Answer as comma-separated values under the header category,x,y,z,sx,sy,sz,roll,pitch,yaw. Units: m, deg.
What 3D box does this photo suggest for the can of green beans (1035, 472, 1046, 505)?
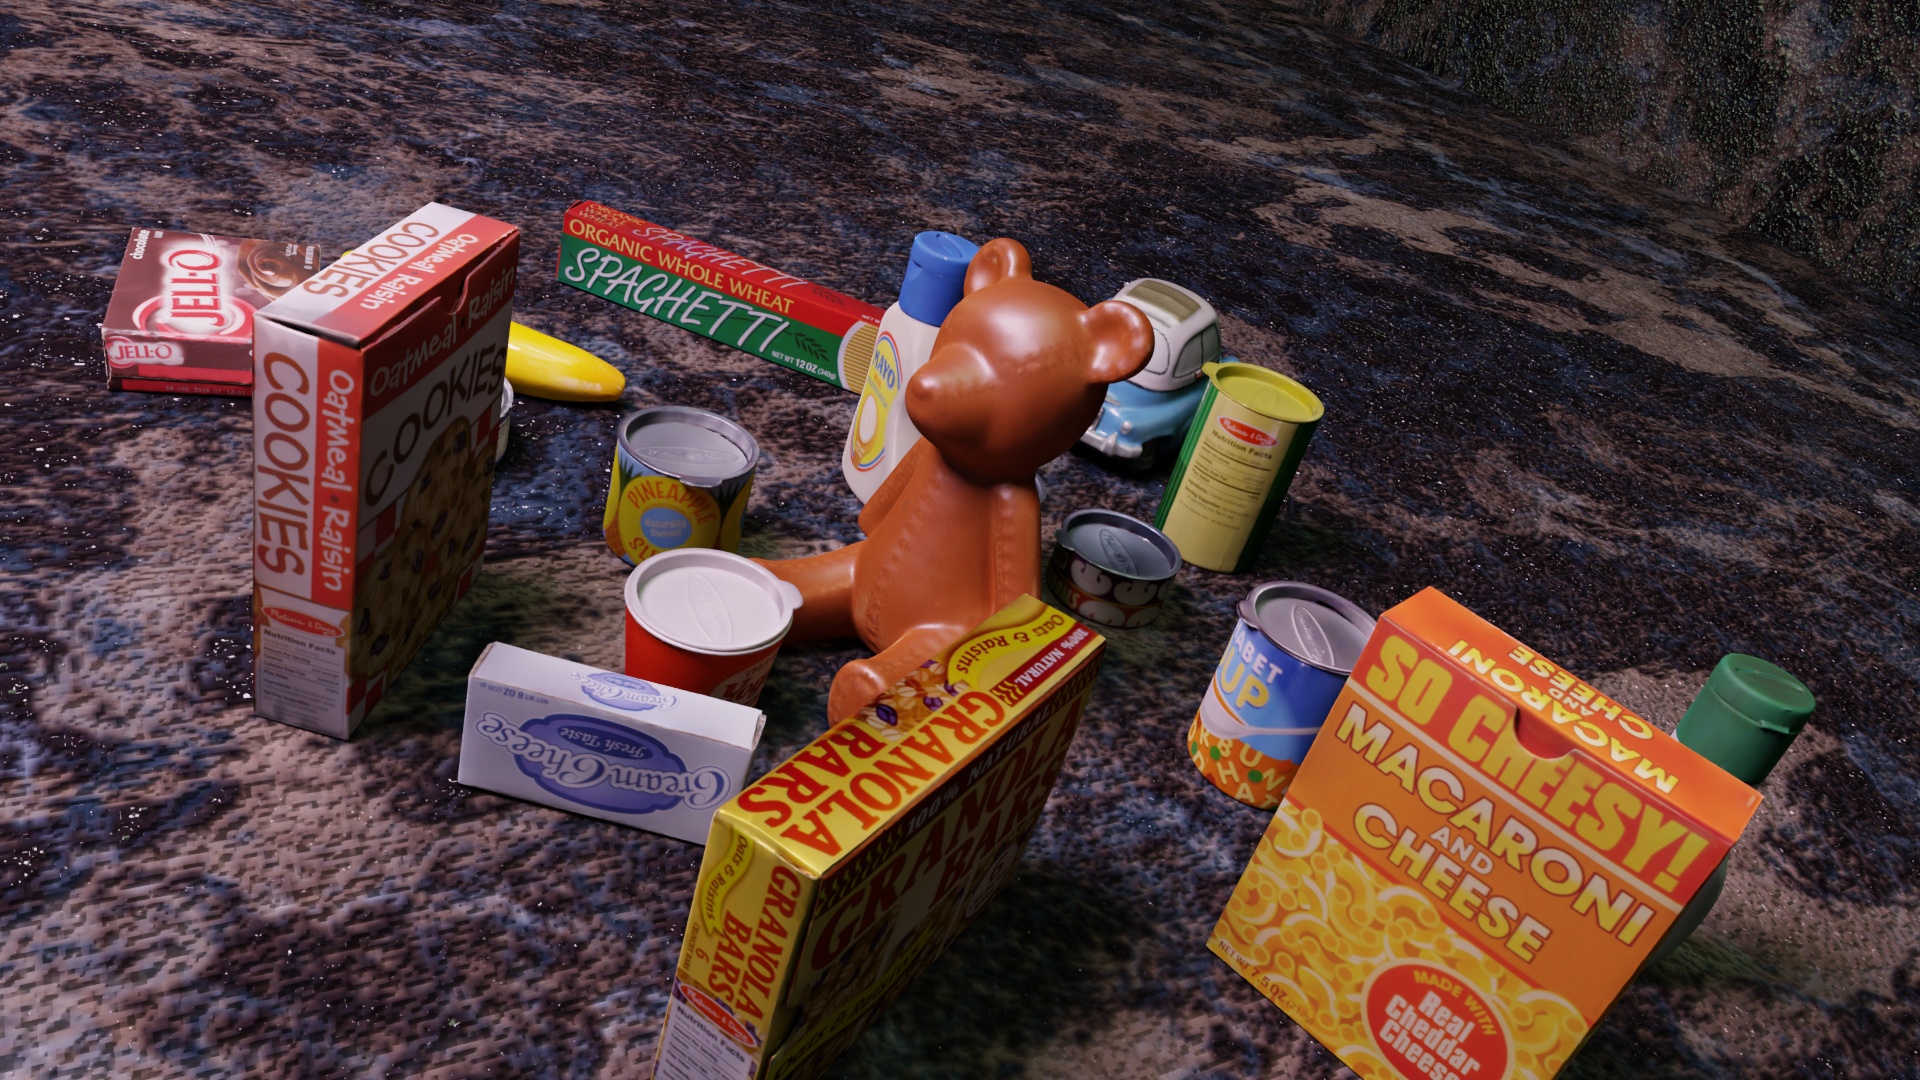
category,x,y,z,sx,sy,sz,roll,pitch,yaw
can of green beans,0.004,-0.010,0.710,0.071,0.057,0.071,13,31,-8

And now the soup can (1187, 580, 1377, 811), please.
category,x,y,z,sx,sy,sz,roll,pitch,yaw
soup can,0.144,0.070,0.629,0.071,0.083,0.072,13,31,-8

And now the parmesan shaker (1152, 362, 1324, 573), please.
category,x,y,z,sx,sy,sz,roll,pitch,yaw
parmesan shaker,0.154,-0.042,0.795,0.071,0.102,0.071,13,31,-8

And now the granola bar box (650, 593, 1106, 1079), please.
category,x,y,z,sx,sy,sz,roll,pitch,yaw
granola bar box,-0.022,0.102,0.454,0.039,0.123,0.166,31,33,21

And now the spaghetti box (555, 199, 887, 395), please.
category,x,y,z,sx,sy,sz,roll,pitch,yaw
spaghetti box,-0.134,-0.147,0.867,0.250,0.050,0.029,21,31,6

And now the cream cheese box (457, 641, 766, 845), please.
category,x,y,z,sx,sy,sz,roll,pitch,yaw
cream cheese box,-0.128,0.076,0.510,0.104,0.053,0.024,15,31,-4

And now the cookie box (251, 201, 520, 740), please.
category,x,y,z,sx,sy,sz,roll,pitch,yaw
cookie box,-0.214,-0.028,0.523,0.040,0.166,0.123,17,31,-2

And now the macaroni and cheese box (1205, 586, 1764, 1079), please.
category,x,y,z,sx,sy,sz,roll,pitch,yaw
macaroni and cheese box,0.172,0.119,0.484,0.124,0.165,0.040,36,35,29

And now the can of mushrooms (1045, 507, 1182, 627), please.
category,x,y,z,sx,sy,sz,roll,pitch,yaw
can of mushrooms,0.078,0.014,0.734,0.071,0.033,0.071,13,31,-8

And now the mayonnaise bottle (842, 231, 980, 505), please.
category,x,y,z,sx,sy,sz,roll,pitch,yaw
mayonnaise bottle,-0.025,-0.088,0.733,0.041,0.147,0.065,0,35,-27

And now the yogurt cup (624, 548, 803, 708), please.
category,x,y,z,sx,sy,sz,roll,pitch,yaw
yogurt cup,-0.107,0.044,0.573,0.072,0.053,0.073,13,31,-8

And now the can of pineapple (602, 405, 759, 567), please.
category,x,y,z,sx,sy,sz,roll,pitch,yaw
can of pineapple,-0.134,-0.022,0.661,0.071,0.057,0.071,13,31,-8

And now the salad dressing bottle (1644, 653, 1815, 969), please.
category,x,y,z,sx,sy,sz,roll,pitch,yaw
salad dressing bottle,0.294,0.114,0.572,0.064,0.146,0.044,17,31,-1
